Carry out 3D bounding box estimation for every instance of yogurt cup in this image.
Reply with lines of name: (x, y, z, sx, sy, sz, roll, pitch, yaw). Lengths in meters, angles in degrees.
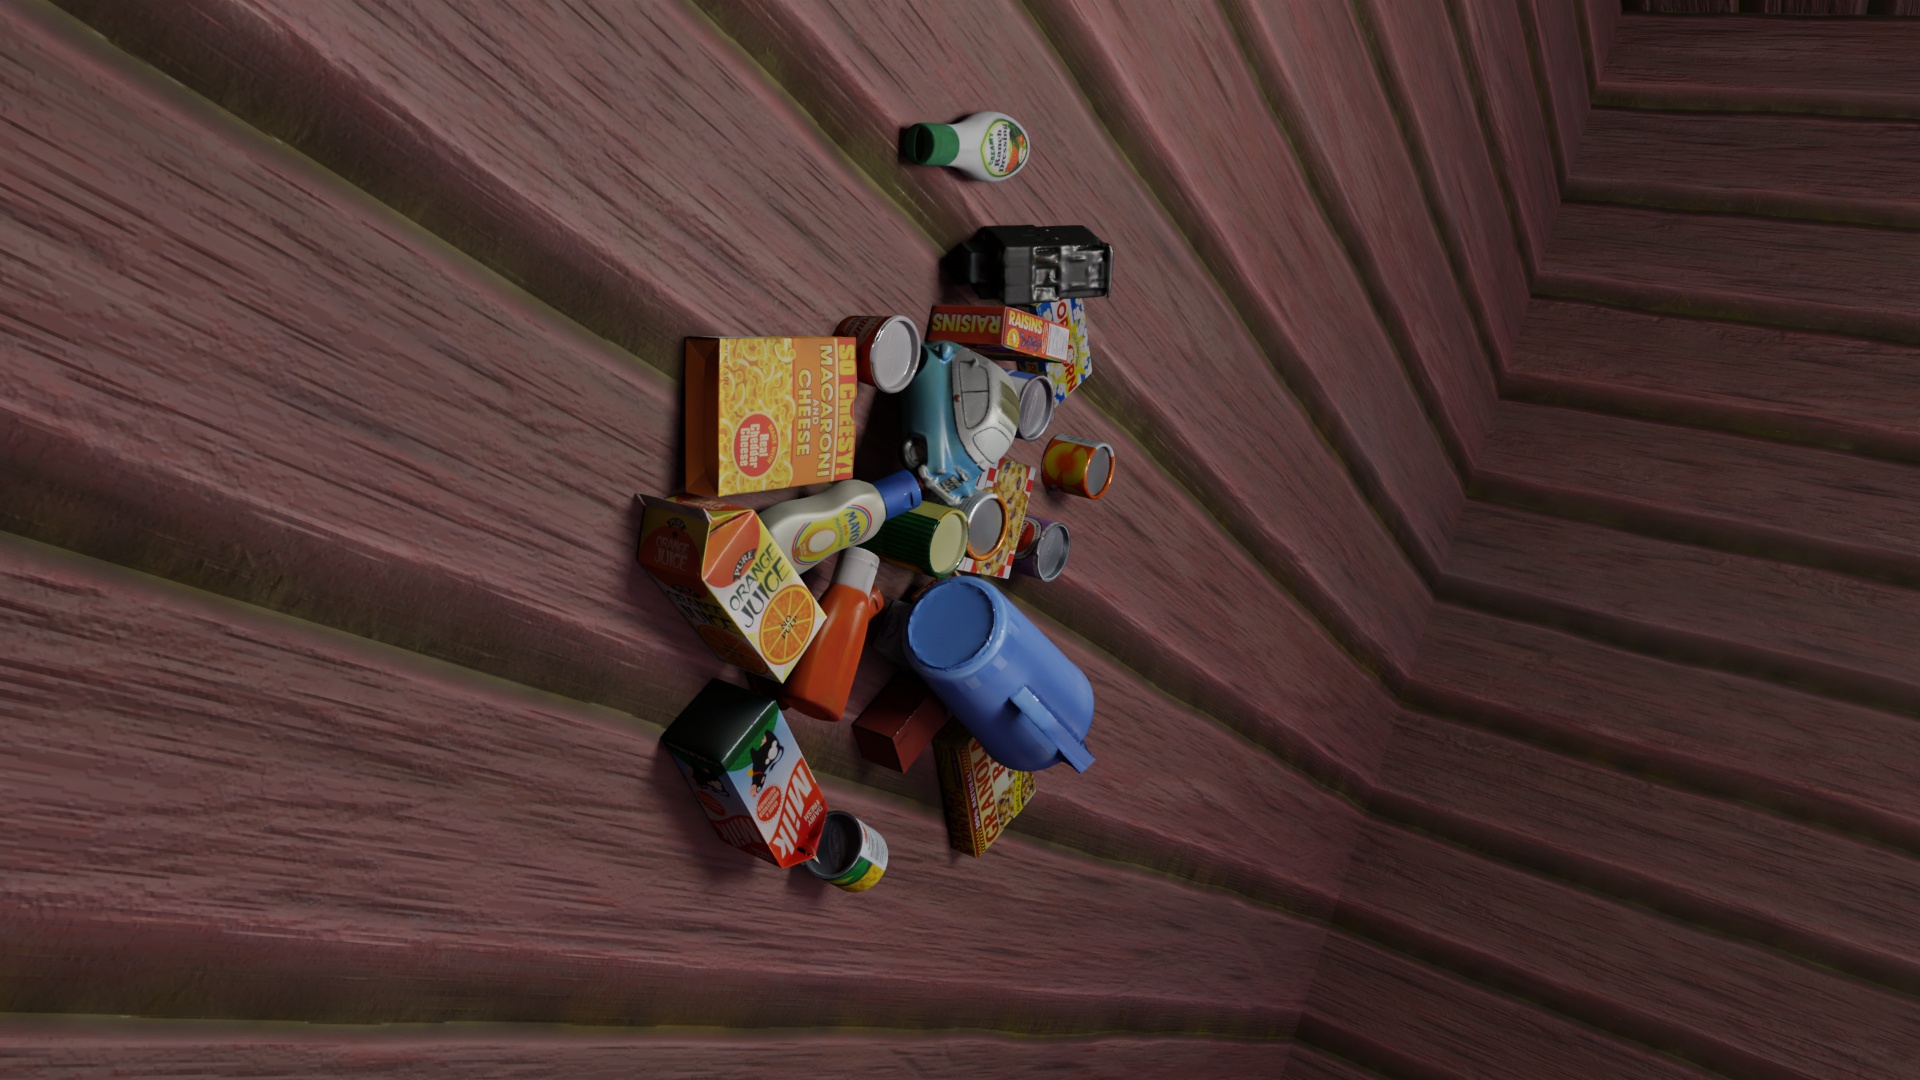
yogurt cup: (-0.075, -0.167, 1.219, 0.073, 0.054, 0.072, -28, 125, -49)

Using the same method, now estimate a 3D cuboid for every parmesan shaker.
parmesan shaker: (-0.053, -0.007, 1.271, 0.071, 0.103, 0.071, -28, 126, -48)

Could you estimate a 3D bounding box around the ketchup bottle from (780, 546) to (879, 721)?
ketchup bottle: (-0.108, 0.079, 1.206, 0.064, 0.043, 0.149, 45, 55, -51)

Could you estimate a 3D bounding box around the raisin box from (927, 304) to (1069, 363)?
raisin box: (0.039, -0.199, 1.348, 0.123, 0.086, 0.040, 4, 94, -57)

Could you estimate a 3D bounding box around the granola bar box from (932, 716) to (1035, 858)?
granola bar box: (0.030, 0.255, 1.561, 0.125, 0.039, 0.164, -41, 134, -40)

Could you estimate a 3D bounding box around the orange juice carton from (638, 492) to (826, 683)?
orange juice carton: (-0.188, 0.028, 1.112, 0.073, 0.072, 0.192, -58, 144, -25)

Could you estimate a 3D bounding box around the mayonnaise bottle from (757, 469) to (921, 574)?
mayonnaise bottle: (-0.105, -0.020, 1.203, 0.148, 0.041, 0.064, -24, 130, -25)

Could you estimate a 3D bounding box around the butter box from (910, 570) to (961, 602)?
butter box: (-0.008, 0.064, 1.408, 0.053, 0.024, 0.103, -36, 153, 5)

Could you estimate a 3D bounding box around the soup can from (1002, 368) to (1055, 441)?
soup can: (0.042, -0.137, 1.380, 0.072, 0.084, 0.071, -28, 126, -48)

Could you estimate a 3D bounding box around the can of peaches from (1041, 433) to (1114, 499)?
can of peaches: (0.133, -0.081, 1.563, 0.071, 0.058, 0.071, -27, 124, -49)

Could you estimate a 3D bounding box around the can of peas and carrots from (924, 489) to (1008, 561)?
can of peas and carrots: (0.005, -0.017, 1.319, 0.071, 0.059, 0.070, -23, 120, -46)

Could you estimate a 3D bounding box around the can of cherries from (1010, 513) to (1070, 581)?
can of cherries: (0.078, 0.005, 1.516, 0.072, 0.058, 0.071, -29, 127, -48)

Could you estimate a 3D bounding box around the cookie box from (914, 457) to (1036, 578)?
cookie box: (0.007, -0.031, 1.412, 0.167, 0.040, 0.123, 12, 93, -58)

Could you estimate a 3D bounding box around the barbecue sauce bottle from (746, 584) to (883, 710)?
barbecue sauce bottle: (-0.128, 0.087, 1.252, 0.149, 0.043, 0.064, -41, 132, -41)

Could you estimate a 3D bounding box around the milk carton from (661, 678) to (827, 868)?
milk carton: (-0.177, 0.215, 1.203, 0.074, 0.072, 0.189, -51, 140, -33)

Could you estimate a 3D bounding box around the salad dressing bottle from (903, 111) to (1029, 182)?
salad dressing bottle: (0.006, -0.361, 1.272, 0.148, 0.044, 0.064, -19, 120, -52)

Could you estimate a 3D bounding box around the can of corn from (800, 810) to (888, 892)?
can of corn: (-0.113, 0.303, 1.344, 0.071, 0.071, 0.058, -64, 146, -17)

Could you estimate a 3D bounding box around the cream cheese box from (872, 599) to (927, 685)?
cream cheese box: (-0.047, 0.104, 1.399, 0.103, 0.024, 0.053, 46, 63, -53)

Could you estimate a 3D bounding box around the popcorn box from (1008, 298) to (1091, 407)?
popcorn box: (0.097, -0.214, 1.473, 0.085, 0.038, 0.126, -45, 137, -38)

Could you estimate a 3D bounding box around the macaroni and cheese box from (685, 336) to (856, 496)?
macaroni and cheese box: (-0.151, -0.105, 1.134, 0.167, 0.040, 0.123, -12, 107, -54)
